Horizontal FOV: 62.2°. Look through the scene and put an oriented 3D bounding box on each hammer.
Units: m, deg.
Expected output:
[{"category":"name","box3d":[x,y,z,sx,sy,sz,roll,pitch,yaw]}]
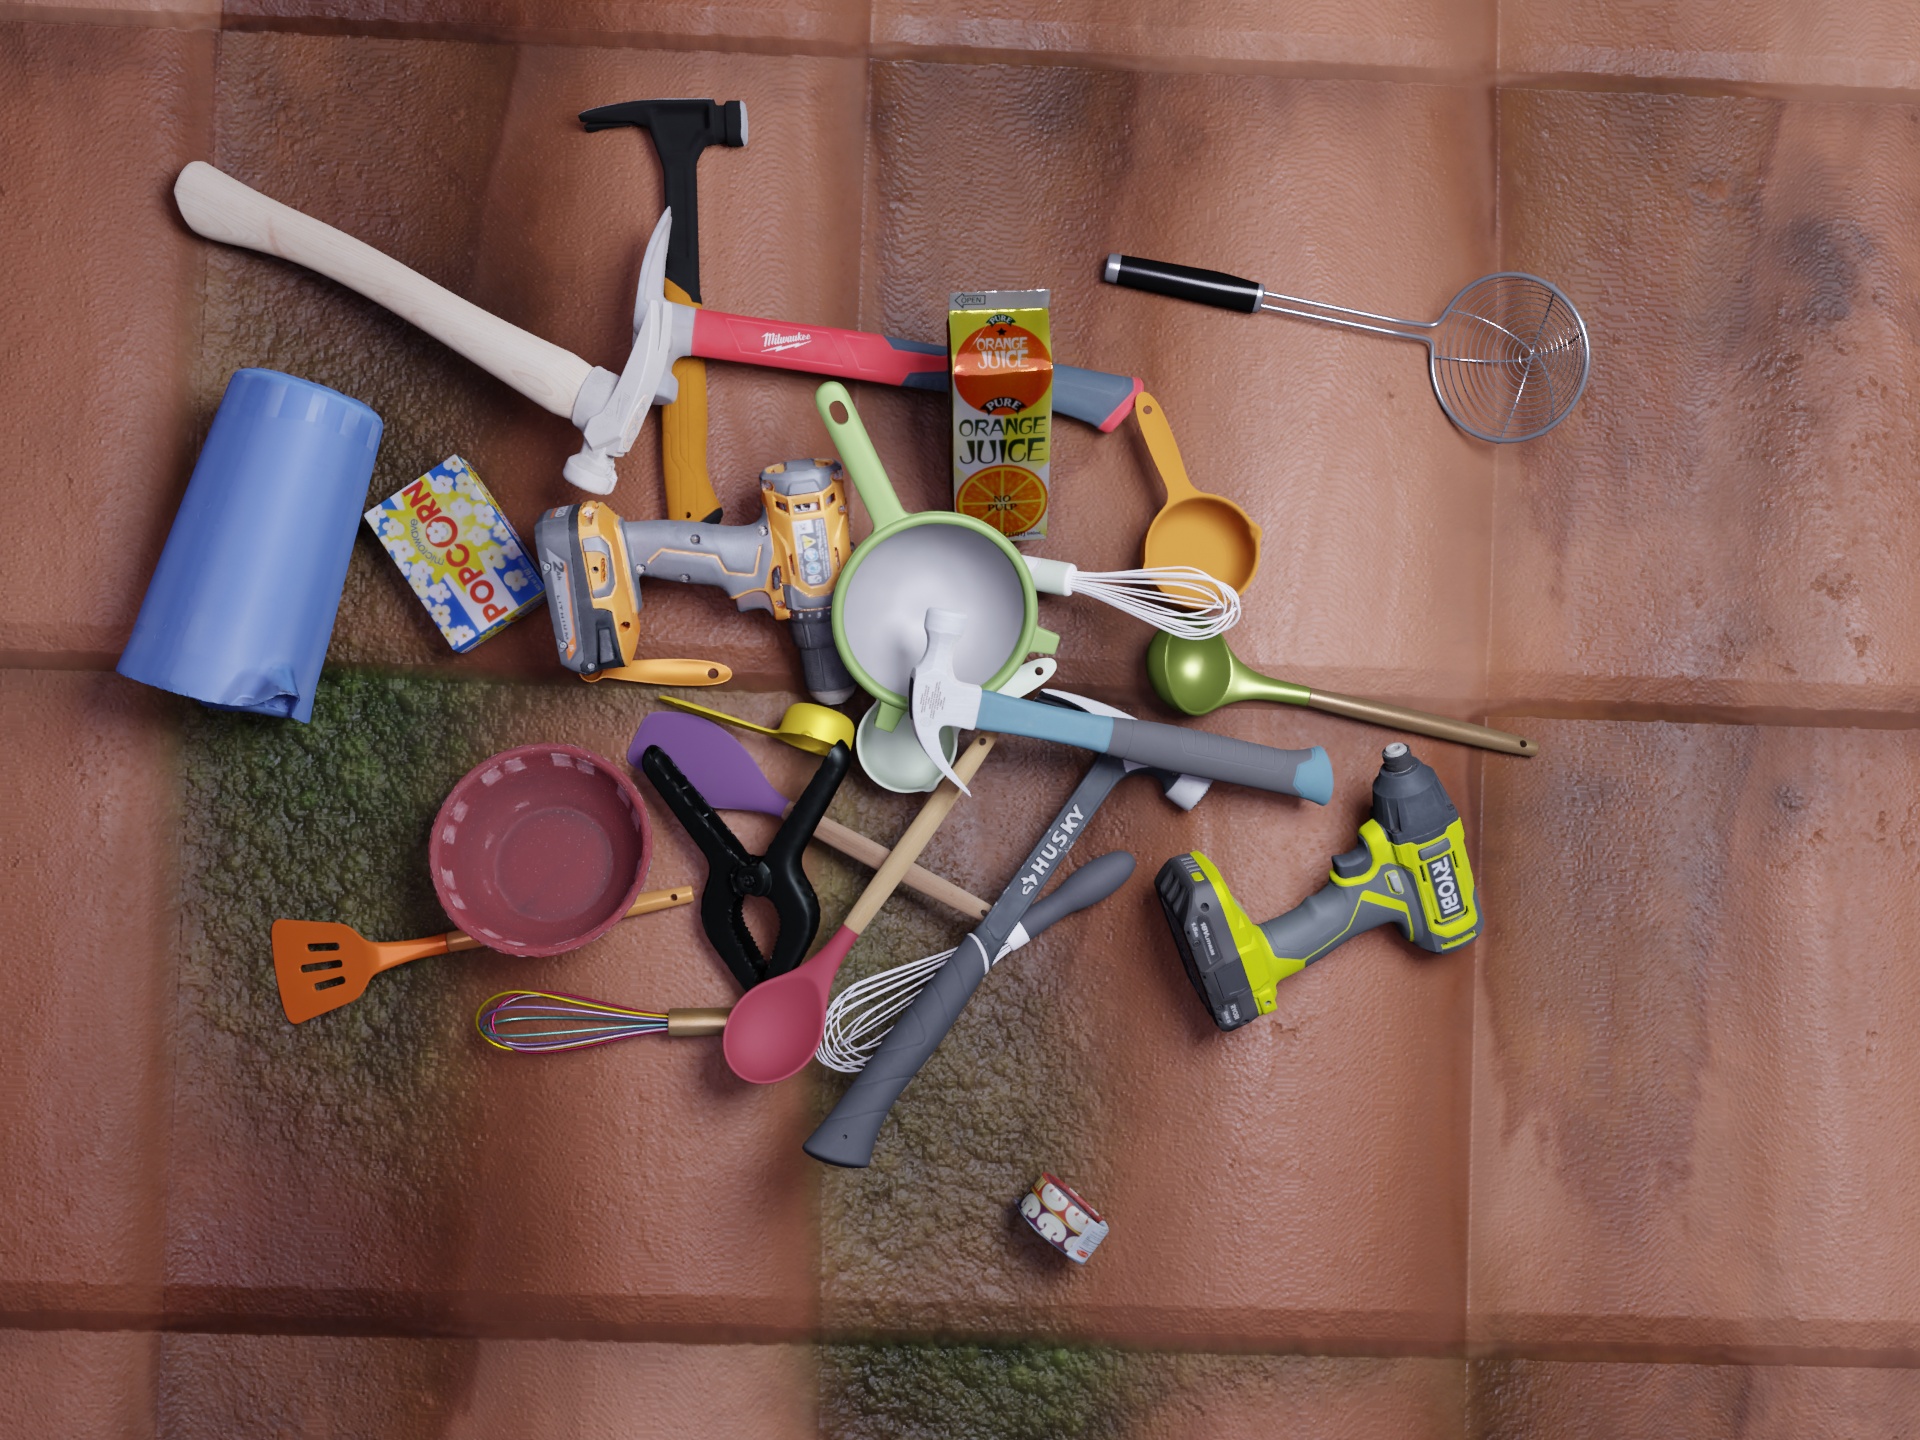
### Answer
[{"category":"hammer","box3d":[-0.050,-0.288,1.206,0.386,0.038,0.143,7,86,-7]},{"category":"hammer","box3d":[0.020,0.150,1.158,0.149,0.036,0.409,37,69,3]},{"category":"hammer","box3d":[-0.222,-0.308,1.222,0.127,0.034,0.337,-2,89,-3]},{"category":"hammer","box3d":[0.121,0.012,1.168,0.331,0.033,0.128,12,97,-12]},{"category":"hammer","box3d":[-0.405,-0.323,1.176,0.411,0.038,0.146,29,106,9]}]

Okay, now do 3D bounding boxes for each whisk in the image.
[{"category":"whisk","box3d":[-0.243,0.226,1.204,0.245,0.051,0.047,0,83,-5]},{"category":"whisk","box3d":[0.089,-0.104,1.188,0.246,0.059,0.058,12,53,20]},{"category":"whisk","box3d":[0.013,0.178,1.207,0.284,0.070,0.070,-32,90,-7]}]

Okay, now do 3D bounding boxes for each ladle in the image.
[{"category":"ladle","box3d":[-0.067,0.132,1.174,0.069,0.031,0.315,35,86,9]},{"category":"ladle","box3d":[0.296,-0.015,1.220,0.320,0.062,0.078,13,78,-4]}]

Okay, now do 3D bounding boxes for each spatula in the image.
[{"category":"spatula","box3d":[-0.364,0.163,1.212,0.322,0.041,0.081,-11,88,-6]},{"category":"spatula","box3d":[-0.109,0.077,1.206,0.316,0.018,0.060,27,90,8]}]

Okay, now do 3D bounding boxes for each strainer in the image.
[{"category":"strainer","box3d":[-0.044,-0.130,1.162,0.151,0.069,0.256,-26,107,-1]}]

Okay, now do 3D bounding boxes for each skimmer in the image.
[{"category":"skimmer","box3d":[0.287,-0.302,1.209,0.363,0.090,0.127,12,120,1]}]

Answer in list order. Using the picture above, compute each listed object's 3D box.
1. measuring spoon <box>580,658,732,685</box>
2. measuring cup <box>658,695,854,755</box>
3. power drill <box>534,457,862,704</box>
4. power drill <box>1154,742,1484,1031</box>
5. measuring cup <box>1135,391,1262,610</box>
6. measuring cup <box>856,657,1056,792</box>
[{"category":"measuring spoon","box3d":[-0.235,-0.037,1.228,0.117,0.011,0.021,2,80,-5]},{"category":"measuring cup","box3d":[-0.155,-0.007,1.213,0.156,0.062,0.029,16,77,9]},{"category":"power drill","box3d":[-0.185,-0.089,1.183,0.226,0.084,0.185,-9,110,-5]},{"category":"power drill","box3d":[0.267,0.124,1.184,0.223,0.080,0.171,-23,114,-2]},{"category":"measuring cup","box3d":[0.167,-0.166,1.222,0.095,0.052,0.173,-20,87,-2]},{"category":"measuring cup","box3d":[-0.002,-0.004,1.221,0.167,0.038,0.083,-28,89,-6]}]
